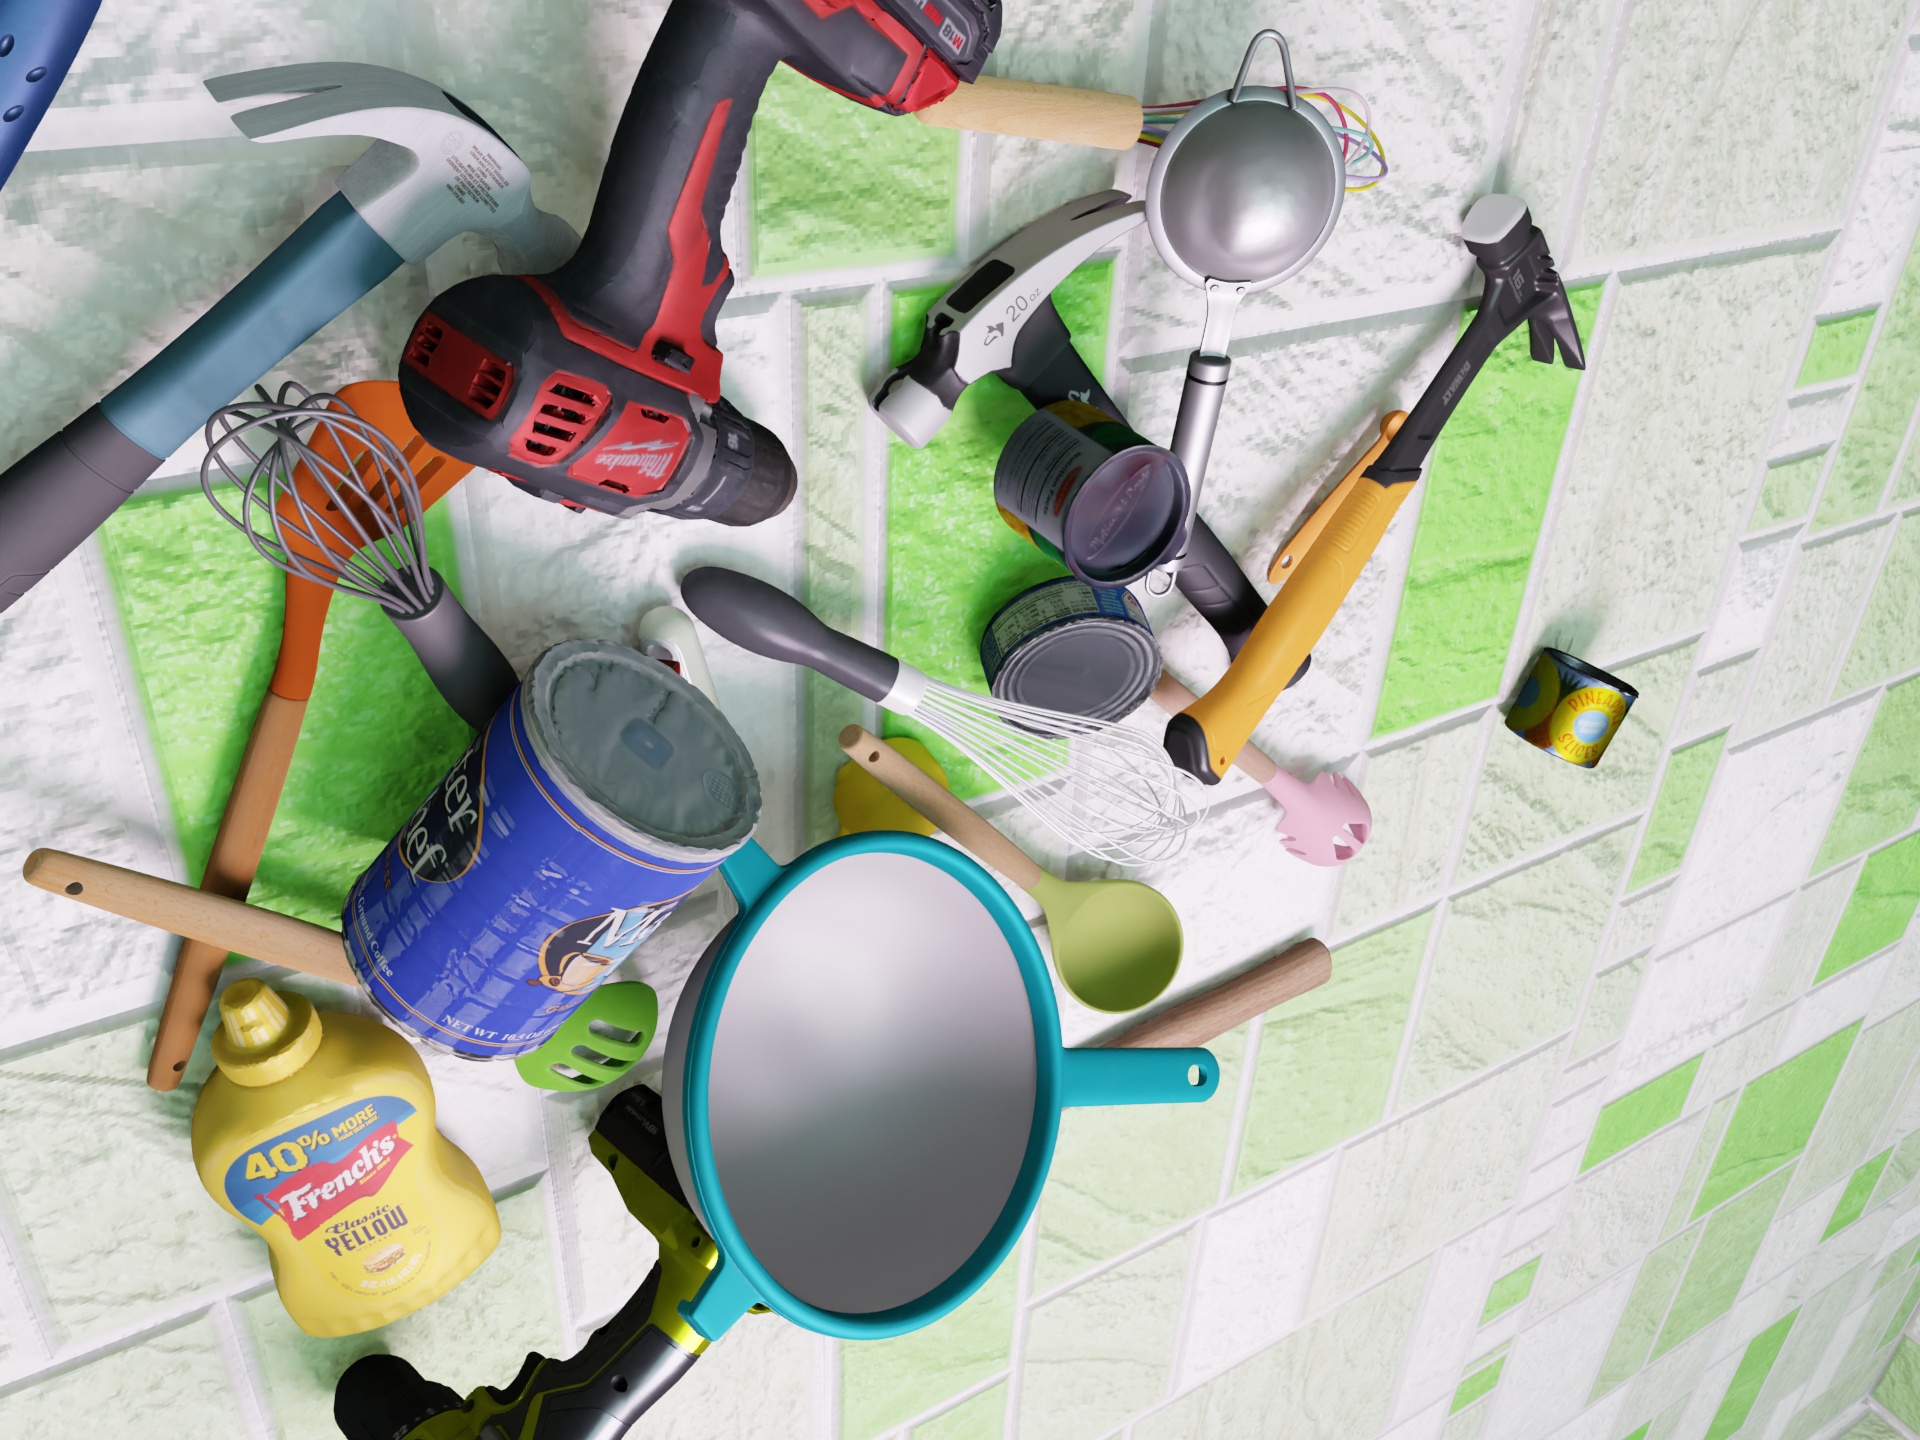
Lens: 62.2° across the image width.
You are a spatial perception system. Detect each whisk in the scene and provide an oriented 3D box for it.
[{"bbox_3d":[0.088,-0.255,0.679,0.245,0.051,0.047,-5,100,-29],"label":"whisk"},{"bbox_3d":[-0.105,0.056,0.729,0.059,0.058,0.246,-56,142,-48],"label":"whisk"},{"bbox_3d":[-0.002,-0.002,0.729,0.284,0.070,0.070,26,102,-25],"label":"whisk"},{"bbox_3d":[-0.192,-0.041,0.550,0.055,0.055,0.238,-36,161,-12],"label":"whisk"}]

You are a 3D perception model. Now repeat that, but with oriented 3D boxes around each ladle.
[{"bbox_3d":[0.032,0.077,0.813,0.078,0.062,0.319,-51,142,-2],"label":"ladle"}]

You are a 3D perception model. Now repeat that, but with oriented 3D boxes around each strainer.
[{"bbox_3d":[0.113,-0.162,0.700,0.087,0.050,0.258,2,127,-9],"label":"strainer"},{"bbox_3d":[-0.012,0.165,0.749,0.340,0.095,0.211,12,76,-44],"label":"strainer"}]

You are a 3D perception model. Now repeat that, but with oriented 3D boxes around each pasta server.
[{"bbox_3d":[0.157,0.015,0.917,0.315,0.040,0.060,34,95,-41],"label":"pasta server"}]

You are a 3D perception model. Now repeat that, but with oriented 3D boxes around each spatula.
[{"bbox_3d":[-0.254,0.015,0.597,0.081,0.041,0.322,-8,127,-60],"label":"spatula"}]

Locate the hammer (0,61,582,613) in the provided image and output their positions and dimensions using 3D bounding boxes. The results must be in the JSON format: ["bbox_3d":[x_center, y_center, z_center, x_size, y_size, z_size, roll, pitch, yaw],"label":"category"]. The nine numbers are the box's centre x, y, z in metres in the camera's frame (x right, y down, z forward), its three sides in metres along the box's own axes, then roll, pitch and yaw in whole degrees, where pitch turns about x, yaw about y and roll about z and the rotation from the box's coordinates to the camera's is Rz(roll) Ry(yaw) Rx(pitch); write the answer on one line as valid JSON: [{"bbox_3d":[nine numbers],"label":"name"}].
[{"bbox_3d":[-0.274,-0.083,0.509,0.331,0.033,0.128,-41,155,-2],"label":"hammer"}]

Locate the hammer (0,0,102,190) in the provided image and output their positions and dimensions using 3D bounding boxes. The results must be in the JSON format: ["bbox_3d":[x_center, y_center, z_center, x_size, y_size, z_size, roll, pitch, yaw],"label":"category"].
[{"bbox_3d":[-0.241,-0.226,0.450,0.144,0.035,0.405,30,99,-44],"label":"hammer"}]

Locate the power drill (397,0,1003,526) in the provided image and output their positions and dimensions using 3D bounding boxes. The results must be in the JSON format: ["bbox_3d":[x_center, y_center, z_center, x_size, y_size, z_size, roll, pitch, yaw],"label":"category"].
[{"bbox_3d":[-0.078,-0.172,0.561,0.226,0.080,0.187,-60,157,9],"label":"power drill"}]

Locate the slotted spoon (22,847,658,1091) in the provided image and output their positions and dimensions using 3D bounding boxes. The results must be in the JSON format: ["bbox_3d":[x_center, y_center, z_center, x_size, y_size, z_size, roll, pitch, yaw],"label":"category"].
[{"bbox_3d":[-0.234,0.107,0.659,0.070,0.031,0.313,-47,141,6],"label":"slotted spoon"}]

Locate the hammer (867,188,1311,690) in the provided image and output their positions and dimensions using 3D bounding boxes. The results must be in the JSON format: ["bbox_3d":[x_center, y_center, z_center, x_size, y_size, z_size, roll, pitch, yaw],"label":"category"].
[{"bbox_3d":[0.099,-0.109,0.782,0.146,0.035,0.334,-48,135,1],"label":"hammer"}]

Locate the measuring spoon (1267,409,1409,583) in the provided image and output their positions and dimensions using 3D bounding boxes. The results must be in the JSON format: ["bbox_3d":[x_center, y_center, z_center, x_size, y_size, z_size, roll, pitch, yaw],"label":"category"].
[{"bbox_3d":[0.205,-0.123,0.872,0.021,0.011,0.117,30,102,-44],"label":"measuring spoon"}]

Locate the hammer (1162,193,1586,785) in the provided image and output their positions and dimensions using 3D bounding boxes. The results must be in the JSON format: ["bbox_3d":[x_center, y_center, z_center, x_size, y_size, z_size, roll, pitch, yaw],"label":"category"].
[{"bbox_3d":[0.216,-0.106,0.837,0.337,0.034,0.127,-55,135,-6],"label":"hammer"}]

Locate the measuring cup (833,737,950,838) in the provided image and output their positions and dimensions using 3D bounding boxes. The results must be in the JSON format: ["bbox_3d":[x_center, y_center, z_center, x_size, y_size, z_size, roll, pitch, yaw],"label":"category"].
[{"bbox_3d":[-0.057,0.080,0.795,0.062,0.029,0.156,22,105,-43],"label":"measuring cup"}]

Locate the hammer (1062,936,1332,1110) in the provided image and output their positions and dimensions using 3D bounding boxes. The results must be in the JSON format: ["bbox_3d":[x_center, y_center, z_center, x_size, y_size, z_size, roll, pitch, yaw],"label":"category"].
[{"bbox_3d":[0.103,0.215,1.003,0.331,0.031,0.130,-20,128,-25],"label":"hammer"}]

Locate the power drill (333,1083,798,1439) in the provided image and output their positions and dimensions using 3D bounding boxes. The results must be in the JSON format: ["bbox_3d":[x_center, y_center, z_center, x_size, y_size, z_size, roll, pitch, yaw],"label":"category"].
[{"bbox_3d":[-0.187,0.295,0.756,0.228,0.191,0.080,-52,136,-17],"label":"power drill"}]
